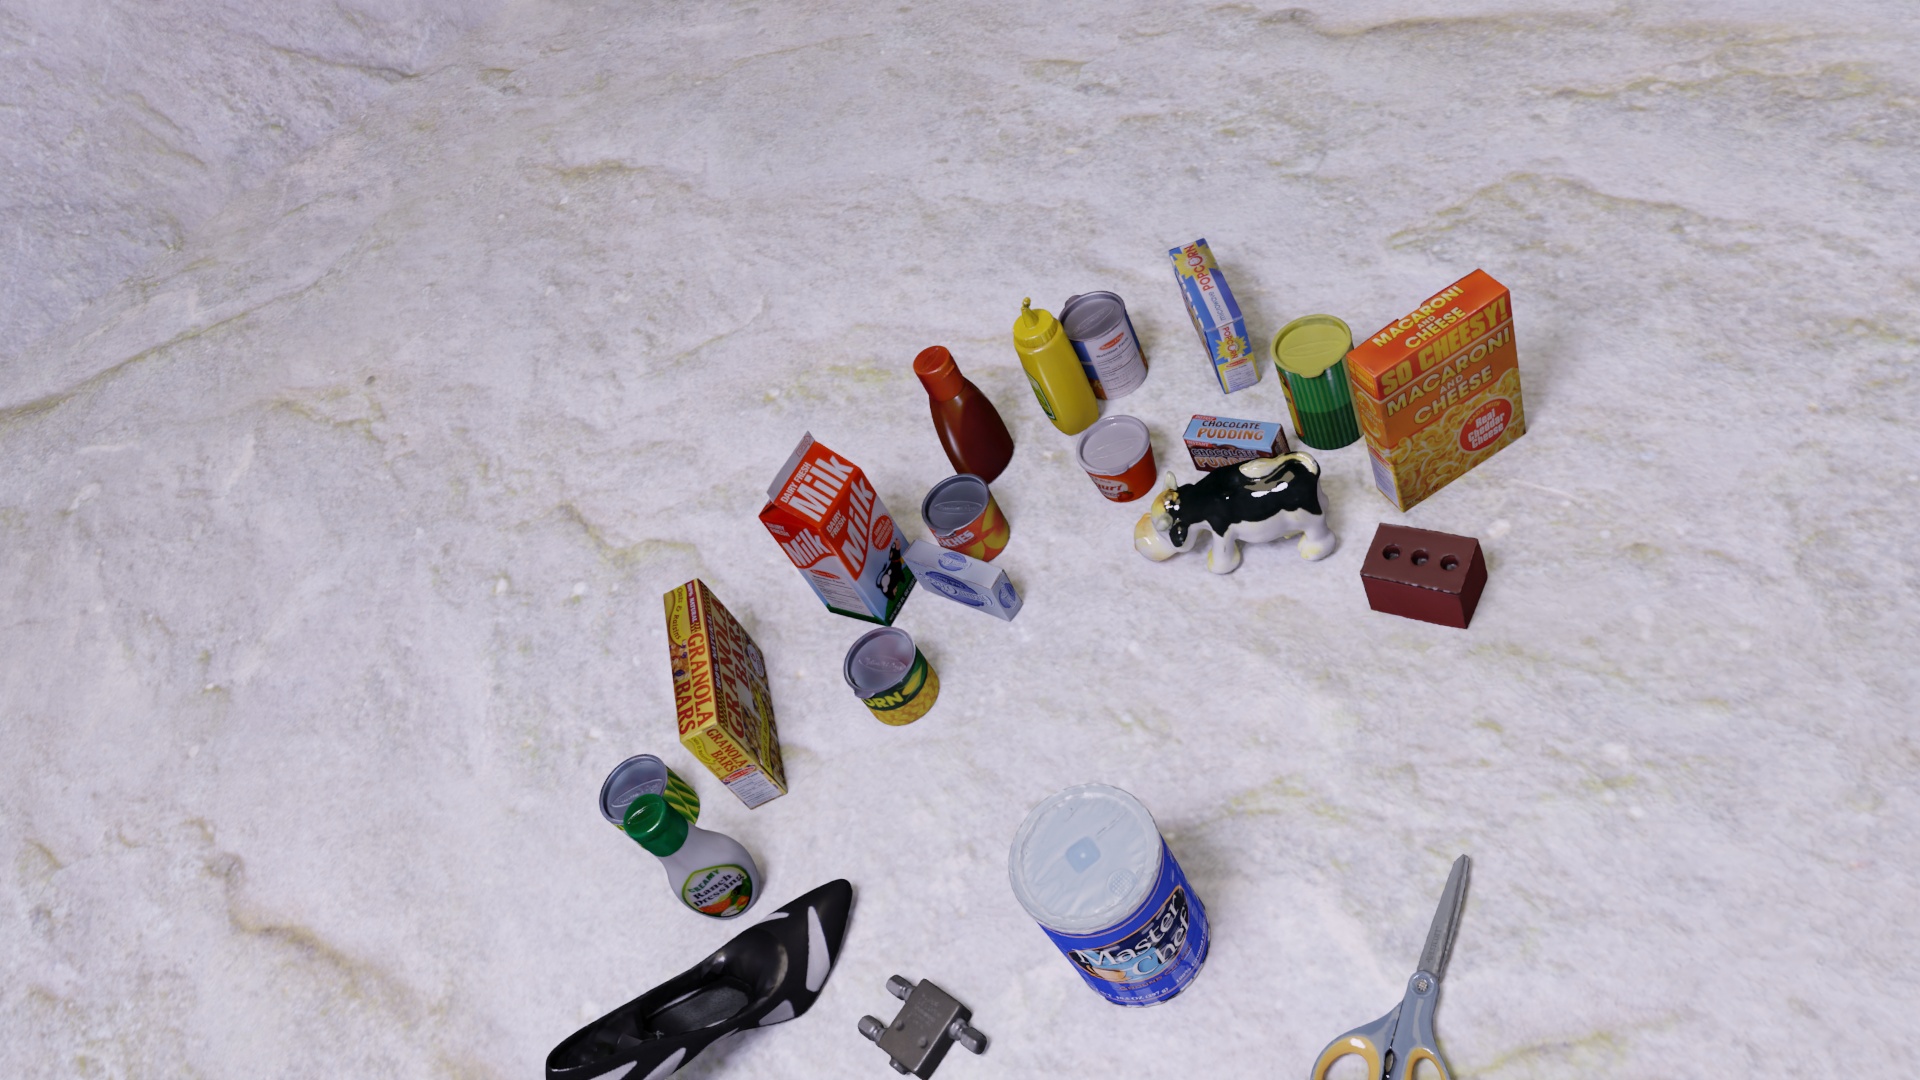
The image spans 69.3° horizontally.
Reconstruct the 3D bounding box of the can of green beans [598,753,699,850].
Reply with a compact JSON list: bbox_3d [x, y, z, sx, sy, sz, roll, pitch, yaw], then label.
[{"bbox_3d":[-0.268,0.227,1.197,0.071,0.057,0.071,-14,48,16],"label":"can of green beans"}]

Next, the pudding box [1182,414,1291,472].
[{"bbox_3d":[0.241,-0.081,1.206,0.084,0.049,0.030,11,59,33],"label":"pudding box"}]

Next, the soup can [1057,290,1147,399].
[{"bbox_3d":[0.135,-0.187,1.323,0.071,0.083,0.072,-14,48,16],"label":"soup can"}]

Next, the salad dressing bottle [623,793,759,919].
[{"bbox_3d":[-0.211,0.248,1.090,0.064,0.147,0.044,-32,46,-1],"label":"salad dressing bottle"}]

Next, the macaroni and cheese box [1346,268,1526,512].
[{"bbox_3d":[0.374,-0.114,1.087,0.124,0.165,0.040,-33,46,-2],"label":"macaroni and cheese box"}]

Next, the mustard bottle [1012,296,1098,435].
[{"bbox_3d":[0.081,-0.166,1.280,0.049,0.159,0.065,-33,46,-1],"label":"mustard bottle"}]

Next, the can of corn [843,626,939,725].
[{"bbox_3d":[-0.059,0.119,1.184,0.071,0.058,0.071,-14,48,16],"label":"can of corn"}]

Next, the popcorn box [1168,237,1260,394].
[{"bbox_3d":[0.236,-0.209,1.291,0.038,0.085,0.127,-21,47,10],"label":"popcorn box"}]

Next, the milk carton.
[{"bbox_3d":[-0.111,-0.010,1.225,0.073,0.189,0.072,11,59,33],"label":"milk carton"}]

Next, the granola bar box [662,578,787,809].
[{"bbox_3d":[-0.204,0.131,1.199,0.039,0.123,0.166,-25,46,6],"label":"granola bar box"}]

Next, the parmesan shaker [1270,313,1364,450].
[{"bbox_3d":[0.306,-0.131,1.178,0.071,0.102,0.072,-14,48,16],"label":"parmesan shaker"}]

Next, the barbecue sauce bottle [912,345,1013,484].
[{"bbox_3d":[0.001,-0.118,1.288,0.044,0.148,0.065,19,64,37],"label":"barbecue sauce bottle"}]

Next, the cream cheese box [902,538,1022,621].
[{"bbox_3d":[0.002,0.035,1.226,0.104,0.053,0.024,19,64,37],"label":"cream cheese box"}]

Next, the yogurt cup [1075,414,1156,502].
[{"bbox_3d":[0.143,-0.071,1.244,0.072,0.053,0.073,-14,48,16],"label":"yogurt cup"}]

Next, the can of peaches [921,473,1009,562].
[{"bbox_3d":[0.005,-0.016,1.264,0.071,0.058,0.071,-14,48,16],"label":"can of peaches"}]
